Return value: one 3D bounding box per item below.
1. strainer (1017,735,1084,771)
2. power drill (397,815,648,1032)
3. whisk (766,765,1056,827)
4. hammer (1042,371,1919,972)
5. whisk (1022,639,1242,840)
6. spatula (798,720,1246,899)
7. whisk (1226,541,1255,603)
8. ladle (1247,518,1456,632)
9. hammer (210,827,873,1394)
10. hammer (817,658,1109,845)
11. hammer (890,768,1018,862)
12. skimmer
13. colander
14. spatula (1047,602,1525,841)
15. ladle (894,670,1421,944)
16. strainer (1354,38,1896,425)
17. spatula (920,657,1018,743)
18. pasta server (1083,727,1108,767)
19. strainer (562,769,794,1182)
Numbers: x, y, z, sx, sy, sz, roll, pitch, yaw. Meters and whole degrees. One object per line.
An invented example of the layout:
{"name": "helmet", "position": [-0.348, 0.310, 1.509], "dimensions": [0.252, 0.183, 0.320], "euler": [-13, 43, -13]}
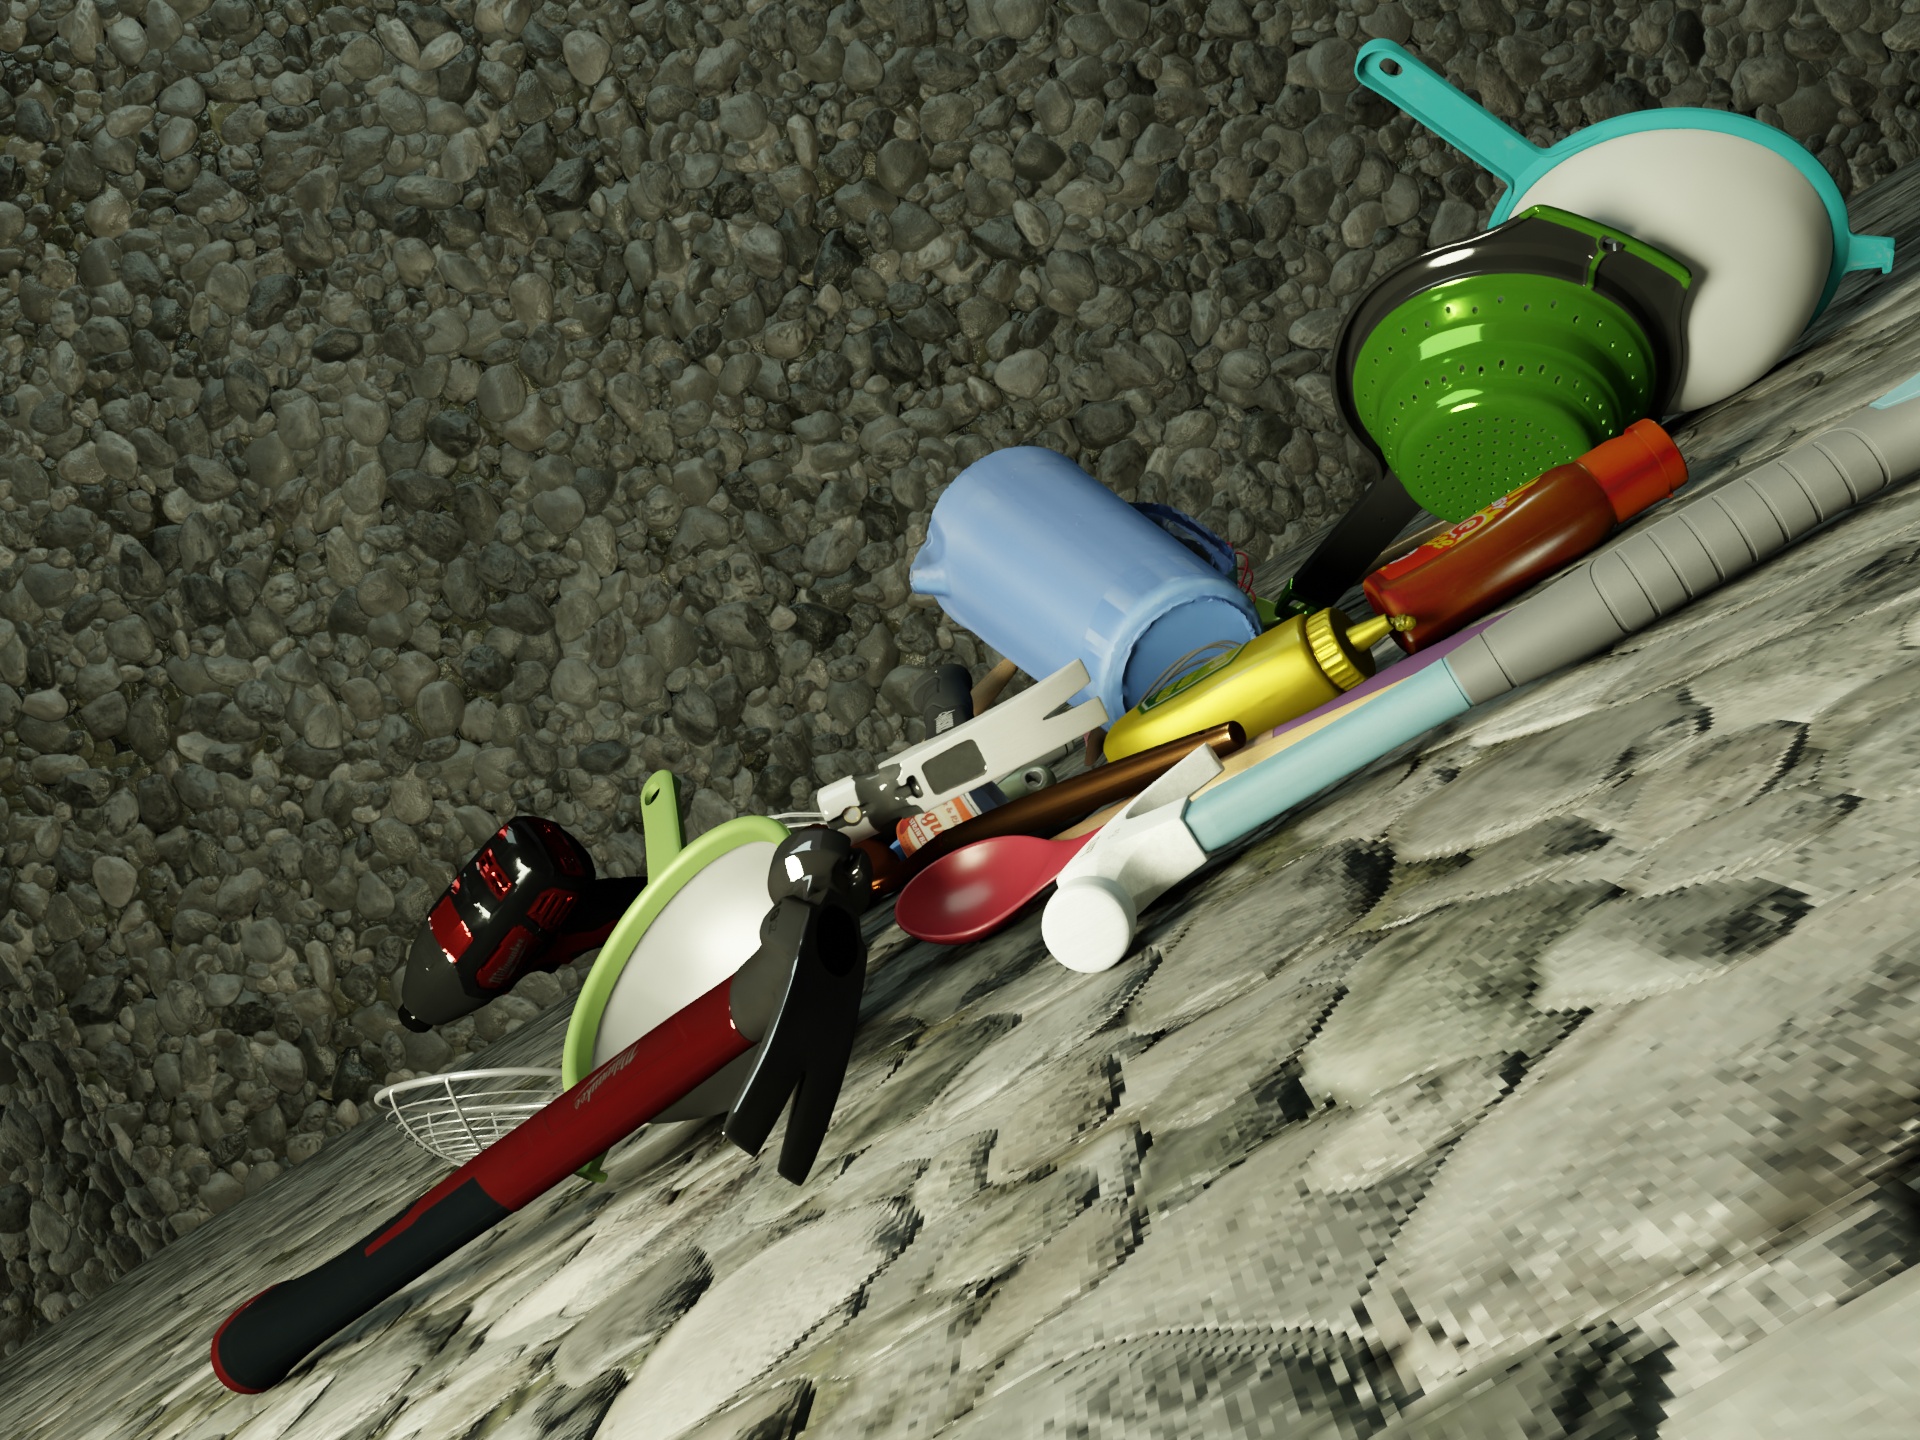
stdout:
{"name": "strainer", "position": [0.011, 0.063, 1.346], "dimensions": [0.258, 0.050, 0.087], "euler": [-26, 4, -31]}
{"name": "power drill", "position": [-0.225, 0.134, 0.952], "dimensions": [0.143, 0.079, 0.219], "euler": [-49, -30, 13]}
{"name": "whisk", "position": [-0.049, 0.074, 1.145], "dimensions": [0.246, 0.058, 0.059], "euler": [-15, -26, -5]}
{"name": "hammer", "position": [0.177, -0.019, 0.524], "dimensions": [0.331, 0.033, 0.128], "euler": [-31, 2, 17]}
{"name": "whisk", "position": [0.072, 0.035, 0.834], "dimensions": [0.239, 0.055, 0.055], "euler": [-37, 2, -11]}
{"name": "spatula", "position": [0.006, 0.047, 0.783], "dimensions": [0.322, 0.041, 0.081], "euler": [-25, 14, 43]}
{"name": "whisk", "position": [0.184, -0.072, 1.120], "dimensions": [0.073, 0.073, 0.296], "euler": [-32, 15, 13]}
{"name": "ladle", "position": [0.307, -0.128, 1.200], "dimensions": [0.320, 0.062, 0.078], "euler": [-28, 2, 39]}
{"name": "hammer", "position": [-0.181, 0.188, 0.608], "dimensions": [0.386, 0.038, 0.143], "euler": [-37, 24, 26]}
{"name": "hammer", "position": [-0.001, -0.003, 0.925], "dimensions": [0.146, 0.035, 0.335], "euler": [-25, 8, 2]}
{"name": "hammer", "position": [-0.009, 0.064, 1.078], "dimensions": [0.405, 0.035, 0.144], "euler": [-37, 5, -1]}
{"name": "skimmer", "position": [-0.158, 0.123, 0.909], "dimensions": [0.363, 0.090, 0.127], "euler": [-42, -13, -18]}
{"name": "colander", "position": [0.300, -0.144, 1.024], "dimensions": [0.397, 0.204, 0.095], "euler": [121, 167, -56]}
{"name": "spatula", "position": [0.120, 0.021, 0.693], "dimensions": [0.316, 0.018, 0.060], "euler": [-30, 11, 38]}
{"name": "ladle", "position": [0.093, 0.033, 0.660], "dimensions": [0.315, 0.031, 0.069], "euler": [-29, 23, 35]}
{"name": "strainer", "position": [0.371, -0.288, 0.961], "dimensions": [0.211, 0.340, 0.095], "euler": [-41, 24, 54]}
{"name": "spatula", "position": [-0.038, 0.056, 1.040], "dimensions": [0.082, 0.044, 0.317], "euler": [-19, 22, 46]}
{"name": "pasta server", "position": [0.106, 0.017, 1.153], "dimensions": [0.060, 0.040, 0.316], "euler": [-32, 5, 11]}
{"name": "strainer", "position": [-0.114, 0.099, 0.744], "dimensions": [0.151, 0.069, 0.257], "euler": [-46, 27, 9]}
